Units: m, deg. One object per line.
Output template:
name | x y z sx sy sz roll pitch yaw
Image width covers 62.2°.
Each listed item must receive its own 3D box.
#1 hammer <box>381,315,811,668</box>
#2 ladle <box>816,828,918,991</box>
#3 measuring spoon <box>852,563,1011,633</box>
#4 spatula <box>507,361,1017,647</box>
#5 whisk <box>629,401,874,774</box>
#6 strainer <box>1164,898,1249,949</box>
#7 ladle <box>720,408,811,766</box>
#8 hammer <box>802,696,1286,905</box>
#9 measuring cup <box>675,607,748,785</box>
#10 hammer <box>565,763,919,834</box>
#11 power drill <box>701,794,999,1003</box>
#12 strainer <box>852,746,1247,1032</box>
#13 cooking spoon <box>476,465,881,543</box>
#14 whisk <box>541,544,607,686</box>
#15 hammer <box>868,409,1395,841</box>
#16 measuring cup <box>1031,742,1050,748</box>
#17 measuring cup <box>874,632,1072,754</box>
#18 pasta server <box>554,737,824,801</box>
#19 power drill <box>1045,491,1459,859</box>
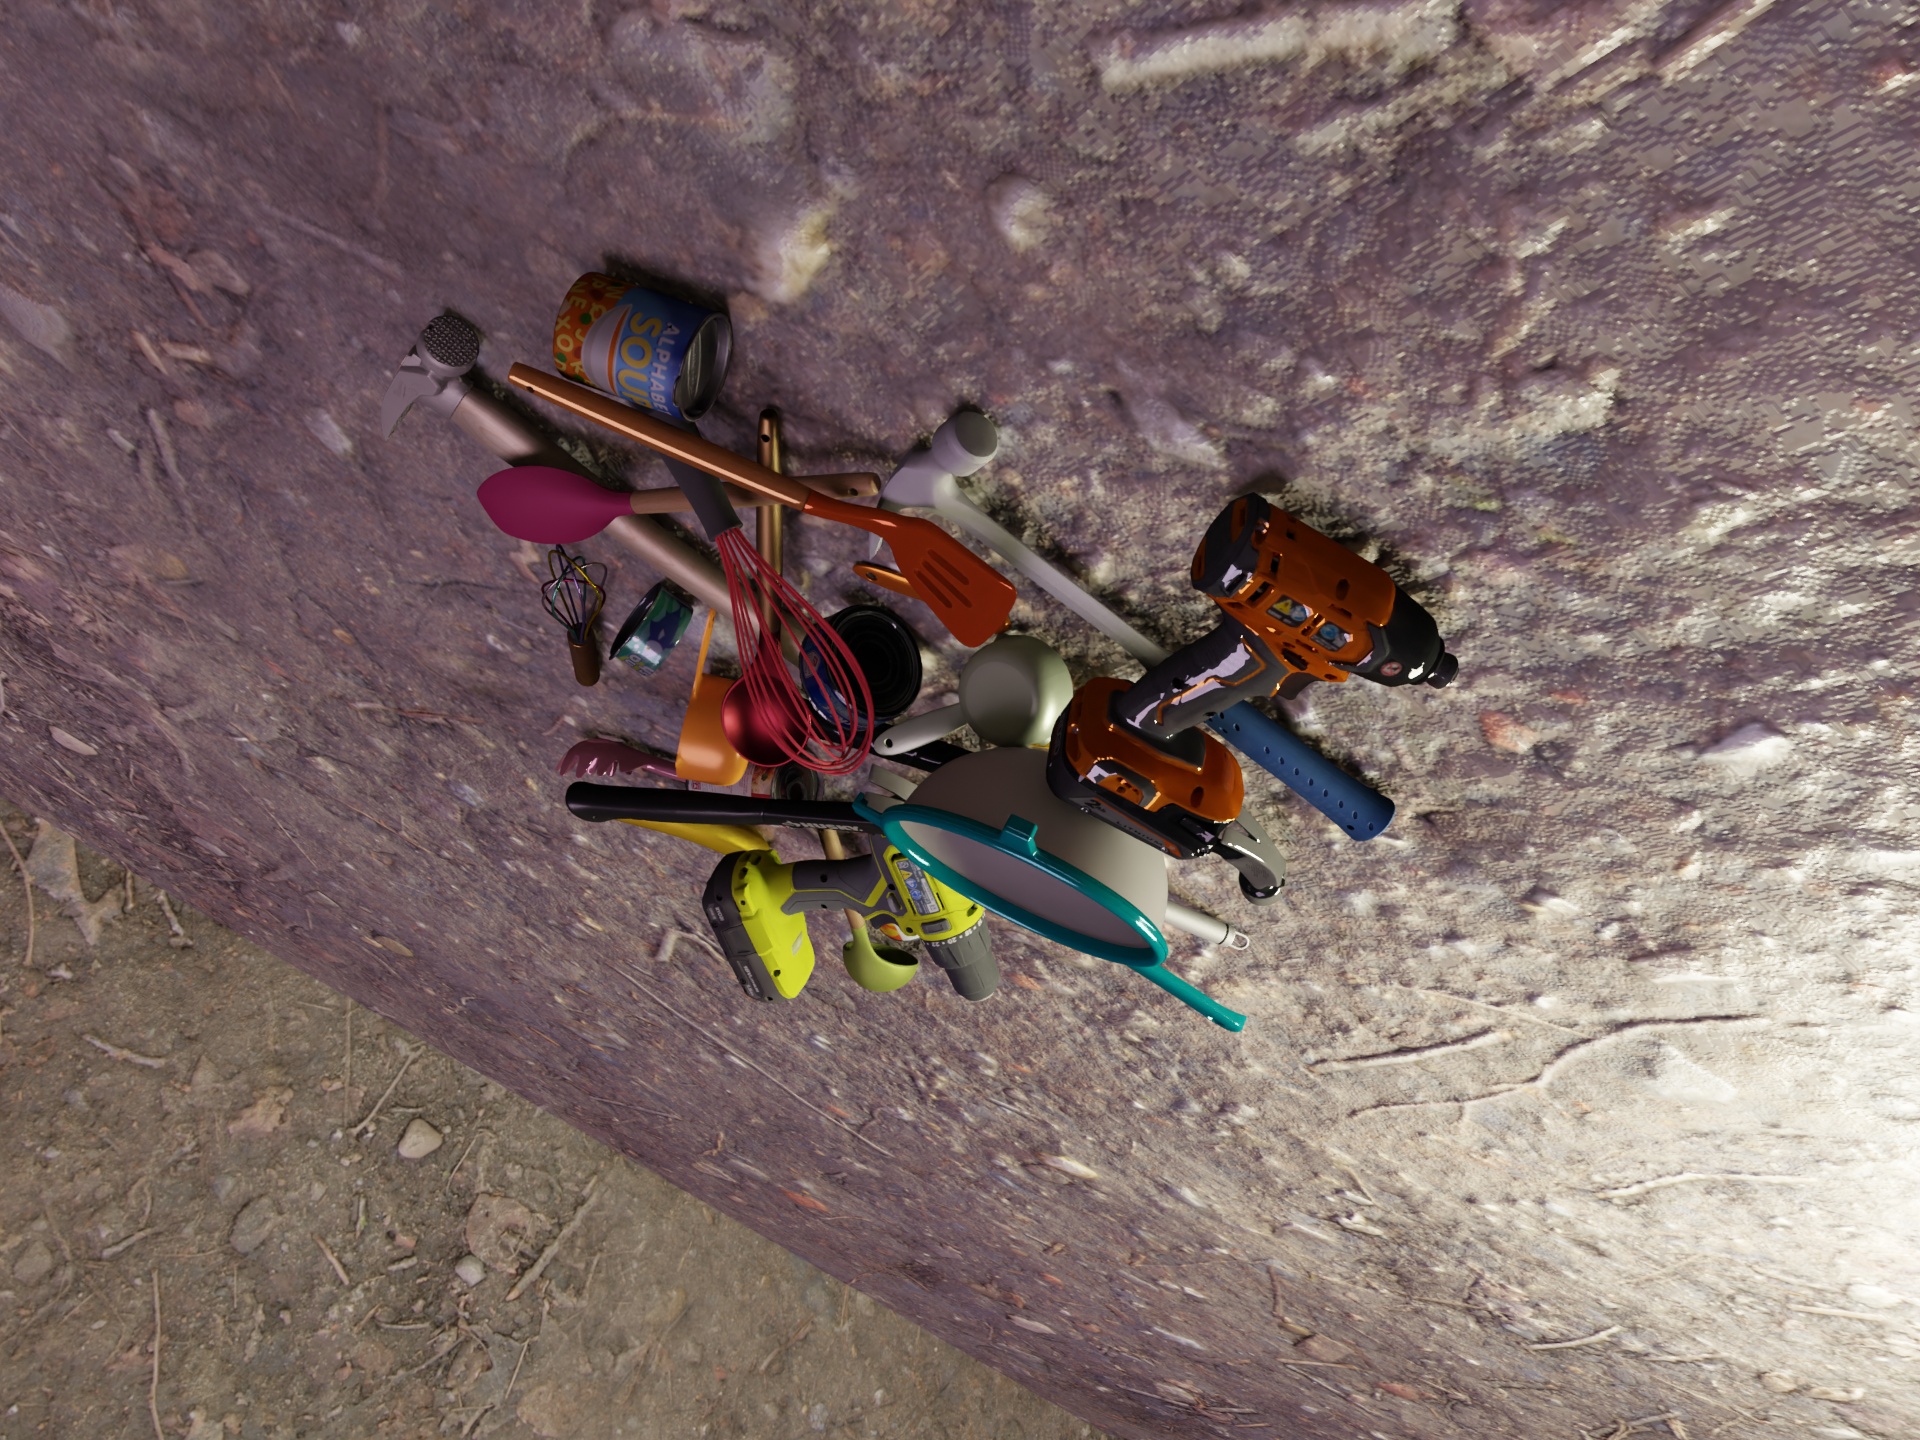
hammer | -0.223 -0.124 1.145 0.410 0.038 0.146 36 150 -19
ladle | -0.097 0.168 1.505 0.078 0.062 0.319 16 147 19
measuring spoon | -0.021 -0.082 1.083 0.117 0.011 0.021 21 150 7
spatula | -0.117 -0.135 0.949 0.322 0.041 0.081 23 150 -11
whisk | -0.137 -0.099 0.986 0.073 0.073 0.296 -25 92 54
strainer | 0.128 0.136 1.275 0.258 0.087 0.050 24 -173 -19
ladle | -0.133 -0.083 1.098 0.069 0.031 0.315 11 137 3
hammer | 0.045 0.048 1.200 0.409 0.036 0.149 17 164 19
measuring cup | -0.184 -0.021 1.255 0.052 0.095 0.173 15 131 -3
hammer | -0.166 0.069 1.253 0.335 0.035 0.146 2 159 22
power drill | -0.087 0.170 1.364 0.228 0.080 0.190 -14 110 22
strainer | 0.103 0.110 1.103 0.340 0.095 0.211 36 162 -31
cooking spoon | -0.192 -0.144 1.039 0.319 0.017 0.068 0 137 28
whisk | -0.300 -0.073 1.260 0.047 0.051 0.245 13 160 -5
hammer | 0.118 -0.042 1.020 0.405 0.035 0.144 35 149 -17
measuring cup | 0.090 0.013 1.150 0.156 0.029 0.062 23 160 -21
measuring cup | -0.002 -0.004 1.100 0.167 0.038 0.083 -22 90 30
pasta server | -0.223 0.064 1.445 0.316 0.040 0.060 14 -177 16
power drill | 0.169 -0.015 0.936 0.164 0.084 0.226 27 132 -14
